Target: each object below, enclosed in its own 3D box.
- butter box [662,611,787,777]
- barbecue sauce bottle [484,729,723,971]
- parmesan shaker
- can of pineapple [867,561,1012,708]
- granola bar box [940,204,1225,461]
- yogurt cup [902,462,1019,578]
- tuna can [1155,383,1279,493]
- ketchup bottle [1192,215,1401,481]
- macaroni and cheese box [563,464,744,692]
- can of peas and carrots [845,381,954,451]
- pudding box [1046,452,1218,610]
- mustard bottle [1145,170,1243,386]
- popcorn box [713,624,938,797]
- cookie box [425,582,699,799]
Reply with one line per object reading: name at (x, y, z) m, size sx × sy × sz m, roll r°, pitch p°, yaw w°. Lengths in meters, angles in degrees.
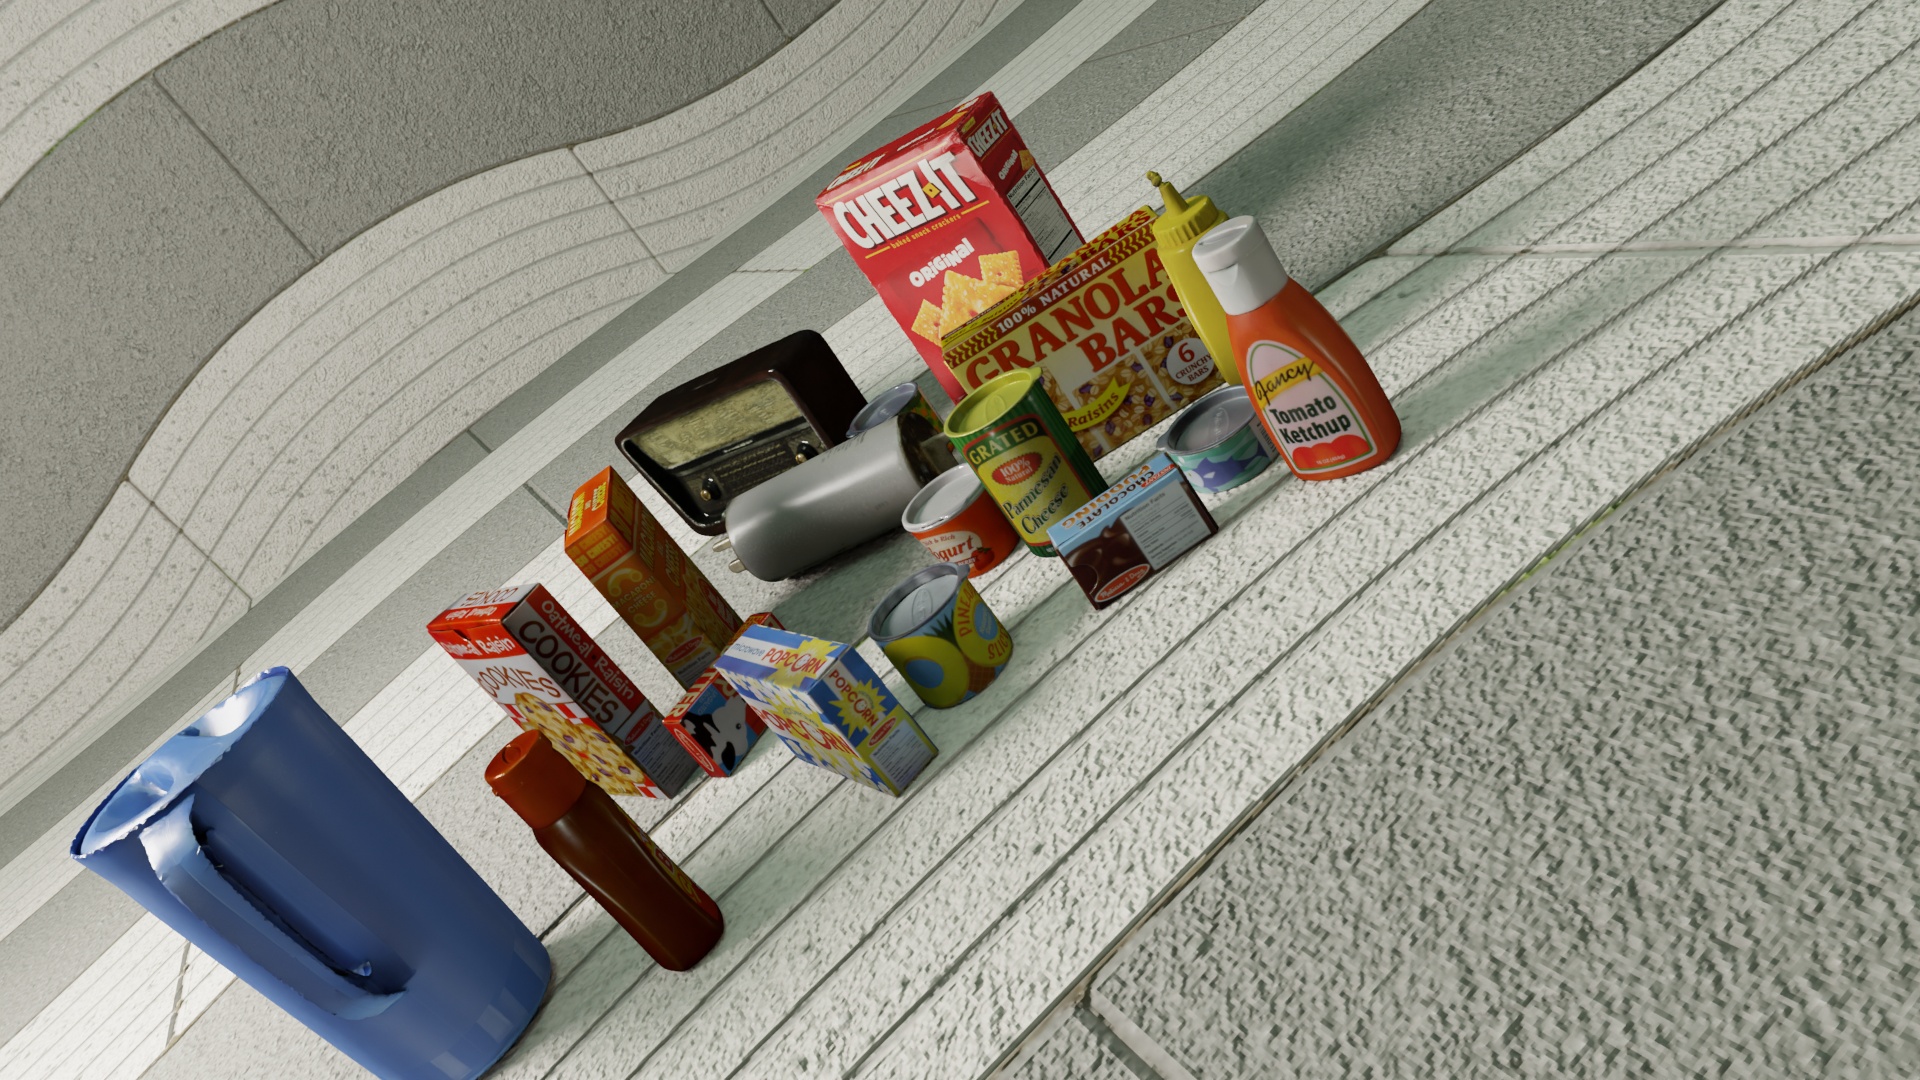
butter box at (-0.145, 0.100, 0.915) m, size 0.024 × 0.053 × 0.104 m, roll -11°, pitch 34°, yaw 46°
barbecue sauce bottle at (-0.189, 0.163, 0.735) m, size 0.044 × 0.148 × 0.065 m, roll -44°, pitch 24°, yaw -17°
parmesan shaker at (0.047, -0.049, 0.866) m, size 0.071 × 0.103 × 0.071 m, roll -30°, pitch 24°, yaw 15°
can of pineapple at (-0.010, 0.055, 0.808) m, size 0.071 × 0.057 × 0.071 m, roll -30°, pitch 24°, yaw 15°
granola bar box at (0.088, -0.126, 0.929) m, size 0.165 × 0.124 × 0.039 m, roll -31°, pitch 23°, yaw 12°
yogurt cup at (0.003, -0.012, 0.920) m, size 0.072 × 0.054 × 0.073 m, roll -30°, pitch 24°, yaw 15°
tuna can at (0.155, -0.060, 0.827) m, size 0.071 × 0.032 × 0.071 m, roll -30°, pitch 24°, yaw 15°
ketchup bottle at (0.173, -0.101, 0.732) m, size 0.064 × 0.148 × 0.044 m, roll -14°, pitch 31°, yaw 42°
macaroni and cheese box at (-0.211, 0.037, 0.981) m, size 0.040 × 0.166 × 0.124 m, roll -36°, pitch 23°, yaw 2°
can of peas and carrots at (-0.048, -0.084, 1.122) m, size 0.071 × 0.058 × 0.071 m, roll -30°, pitch 24°, yaw 15°
pudding box at (0.096, -0.005, 0.785) m, size 0.083 × 0.049 × 0.030 m, roll -34°, pitch 23°, yaw 4°
mustard bottle at (0.158, -0.159, 0.849) m, size 0.048 × 0.160 × 0.066 m, roll -24°, pitch 26°, yaw 28°
popcorn box at (-0.079, 0.095, 0.795) m, size 0.038 × 0.085 × 0.126 m, roll -47°, pitch 25°, yaw -22°
cookie box at (-0.268, 0.104, 0.933) m, size 0.122 × 0.167 × 0.040 m, roll -8°, pitch 36°, yaw 48°
